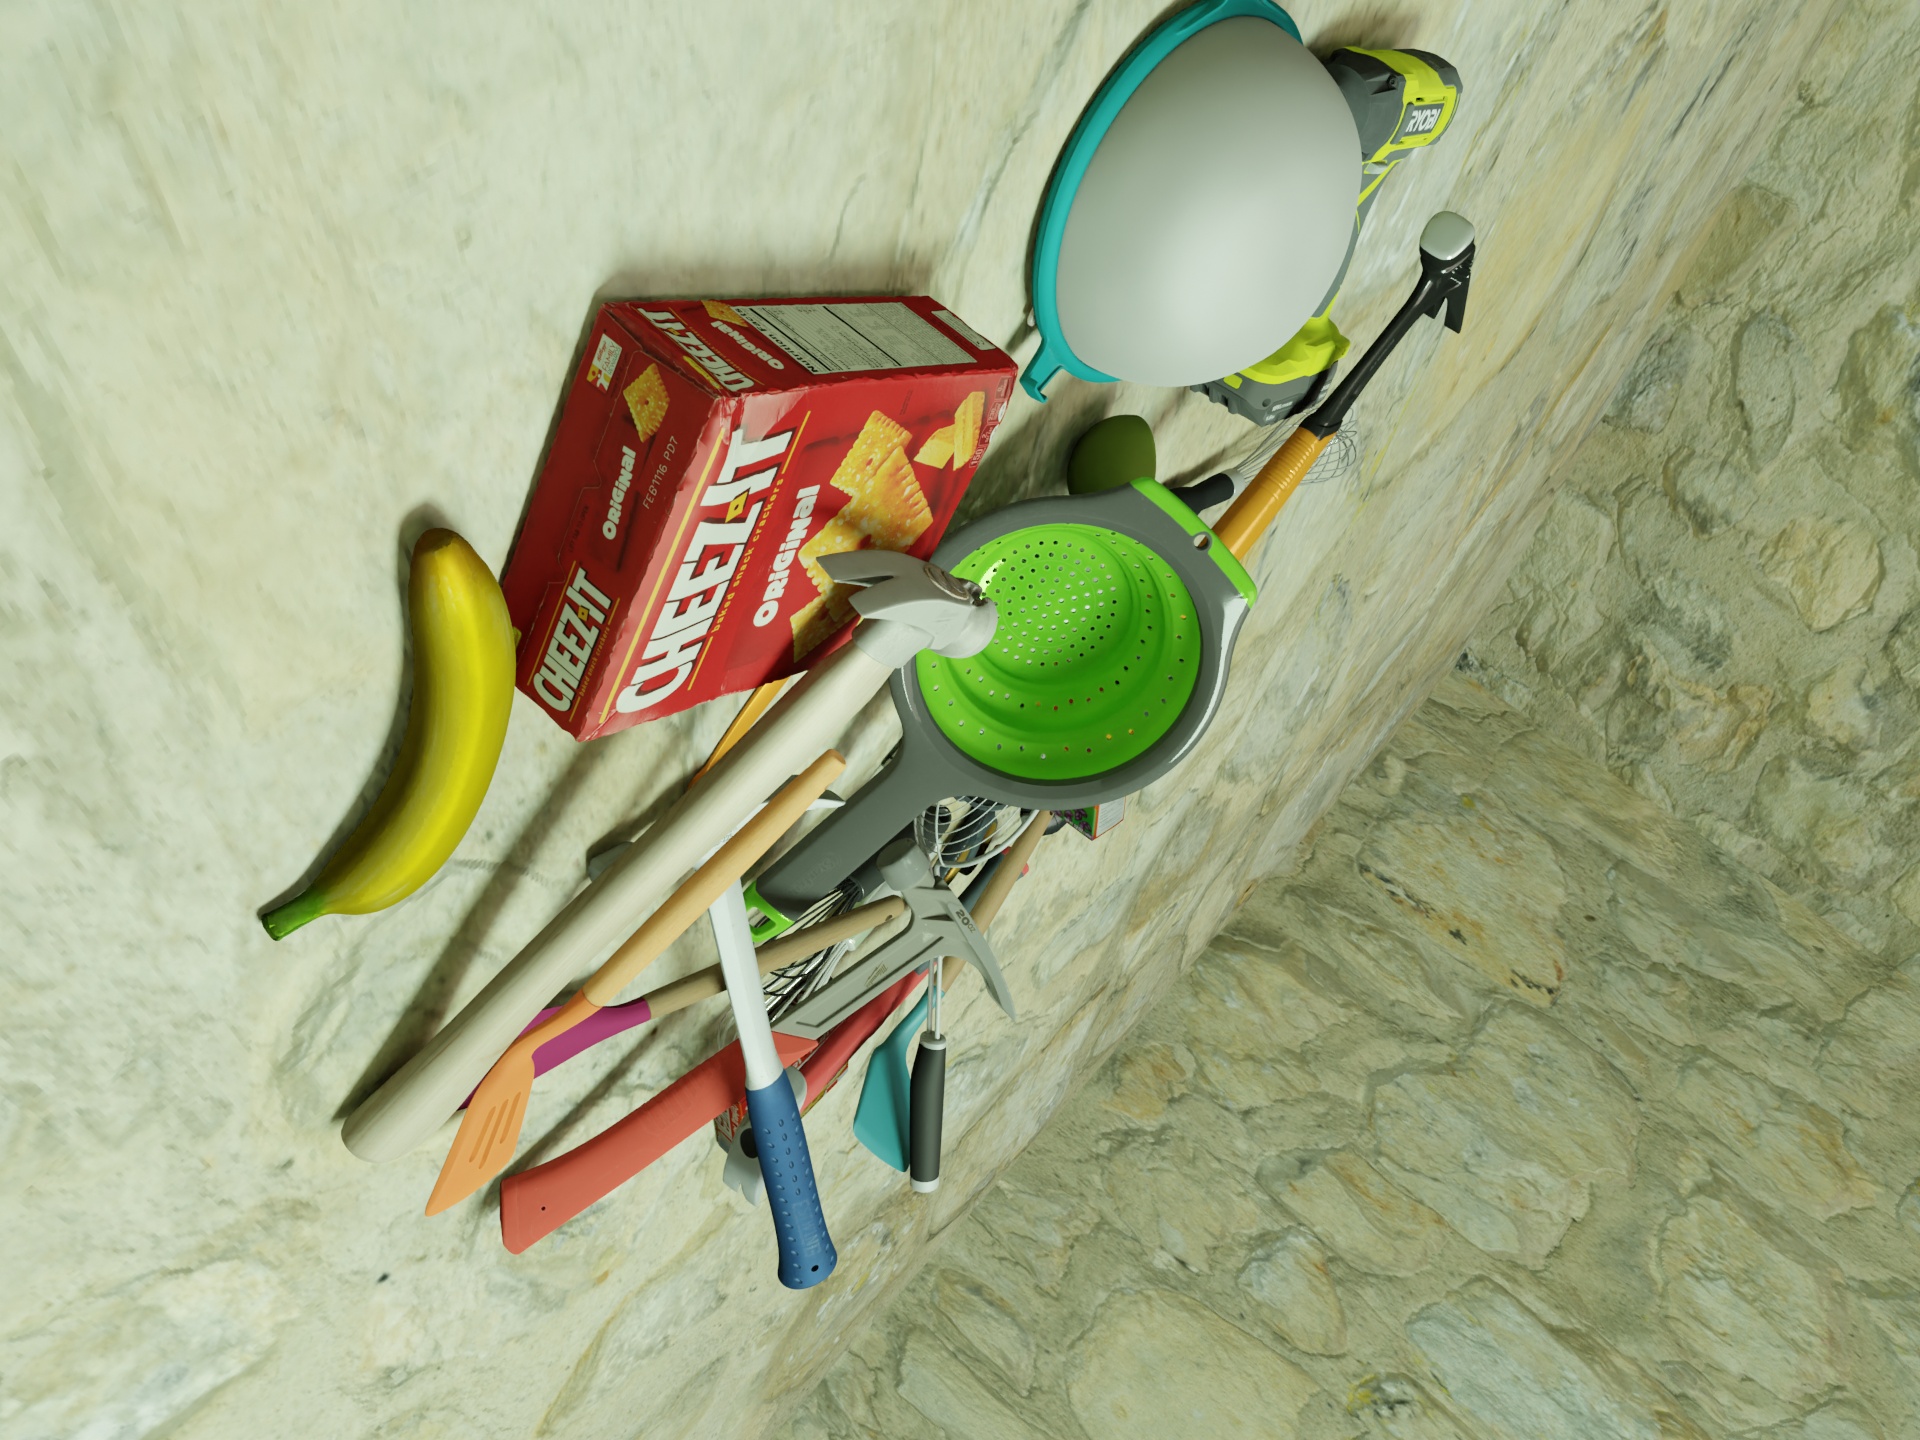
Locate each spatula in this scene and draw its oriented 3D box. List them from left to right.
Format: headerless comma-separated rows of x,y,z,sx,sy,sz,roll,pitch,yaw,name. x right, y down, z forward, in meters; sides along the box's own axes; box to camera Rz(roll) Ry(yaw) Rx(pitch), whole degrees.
-0.167,0.133,0.820,0.322,0.041,0.081,-44,173,13,spatula
0.004,0.191,1.235,0.317,0.044,0.082,-58,136,-19,spatula

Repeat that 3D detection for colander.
-0.002,-0.003,1.001,0.397,0.204,0.095,-41,-159,17,colander

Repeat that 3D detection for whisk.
-0.093,0.169,1.187,0.246,0.057,0.059,-48,-163,-24,whisk
-0.075,0.122,1.140,0.239,0.055,0.055,-38,157,-46,whisk
0.230,-0.195,1.263,0.284,0.070,0.070,-28,151,-40,whisk

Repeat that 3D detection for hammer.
-0.155,0.074,0.737,0.410,0.038,0.146,-43,166,14,hammer
-0.139,0.234,1.042,0.359,0.149,0.037,-34,-160,-10,hammer
-0.116,0.207,0.970,0.144,0.035,0.405,-29,132,-28,hammer
-0.055,0.221,1.269,0.386,0.038,0.143,-42,159,-48,hammer
0.223,-0.174,1.050,0.337,0.034,0.127,-51,161,-2,hammer

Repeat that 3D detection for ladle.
0.136,-0.131,1.114,0.320,0.062,0.078,30,57,-69,ladle

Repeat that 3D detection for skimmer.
0.009,0.172,1.153,0.090,0.127,0.363,-5,108,-28,skimmer

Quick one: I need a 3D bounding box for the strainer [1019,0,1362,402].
0.155,-0.301,0.784,0.211,0.095,0.340,-26,145,-38,strainer

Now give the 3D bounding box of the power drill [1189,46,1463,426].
0.221,-0.307,1.002,0.171,0.080,0.223,-30,148,-49,power drill

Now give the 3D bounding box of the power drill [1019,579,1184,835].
0.133,-0.009,1.344,0.190,0.080,0.228,-42,162,-29,power drill

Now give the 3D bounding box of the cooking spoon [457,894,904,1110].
-0.163,0.160,0.937,0.319,0.017,0.068,-19,145,-35,cooking spoon

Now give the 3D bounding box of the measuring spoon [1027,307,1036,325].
0.079,-0.250,0.850,0.124,0.018,0.034,-48,162,-16,measuring spoon

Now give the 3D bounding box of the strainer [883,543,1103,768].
0.029,-0.043,1.091,0.258,0.050,0.086,-48,162,-1,strainer

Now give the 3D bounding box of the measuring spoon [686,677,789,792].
-0.111,-0.002,0.871,0.117,0.011,0.021,-53,162,3,measuring spoon
